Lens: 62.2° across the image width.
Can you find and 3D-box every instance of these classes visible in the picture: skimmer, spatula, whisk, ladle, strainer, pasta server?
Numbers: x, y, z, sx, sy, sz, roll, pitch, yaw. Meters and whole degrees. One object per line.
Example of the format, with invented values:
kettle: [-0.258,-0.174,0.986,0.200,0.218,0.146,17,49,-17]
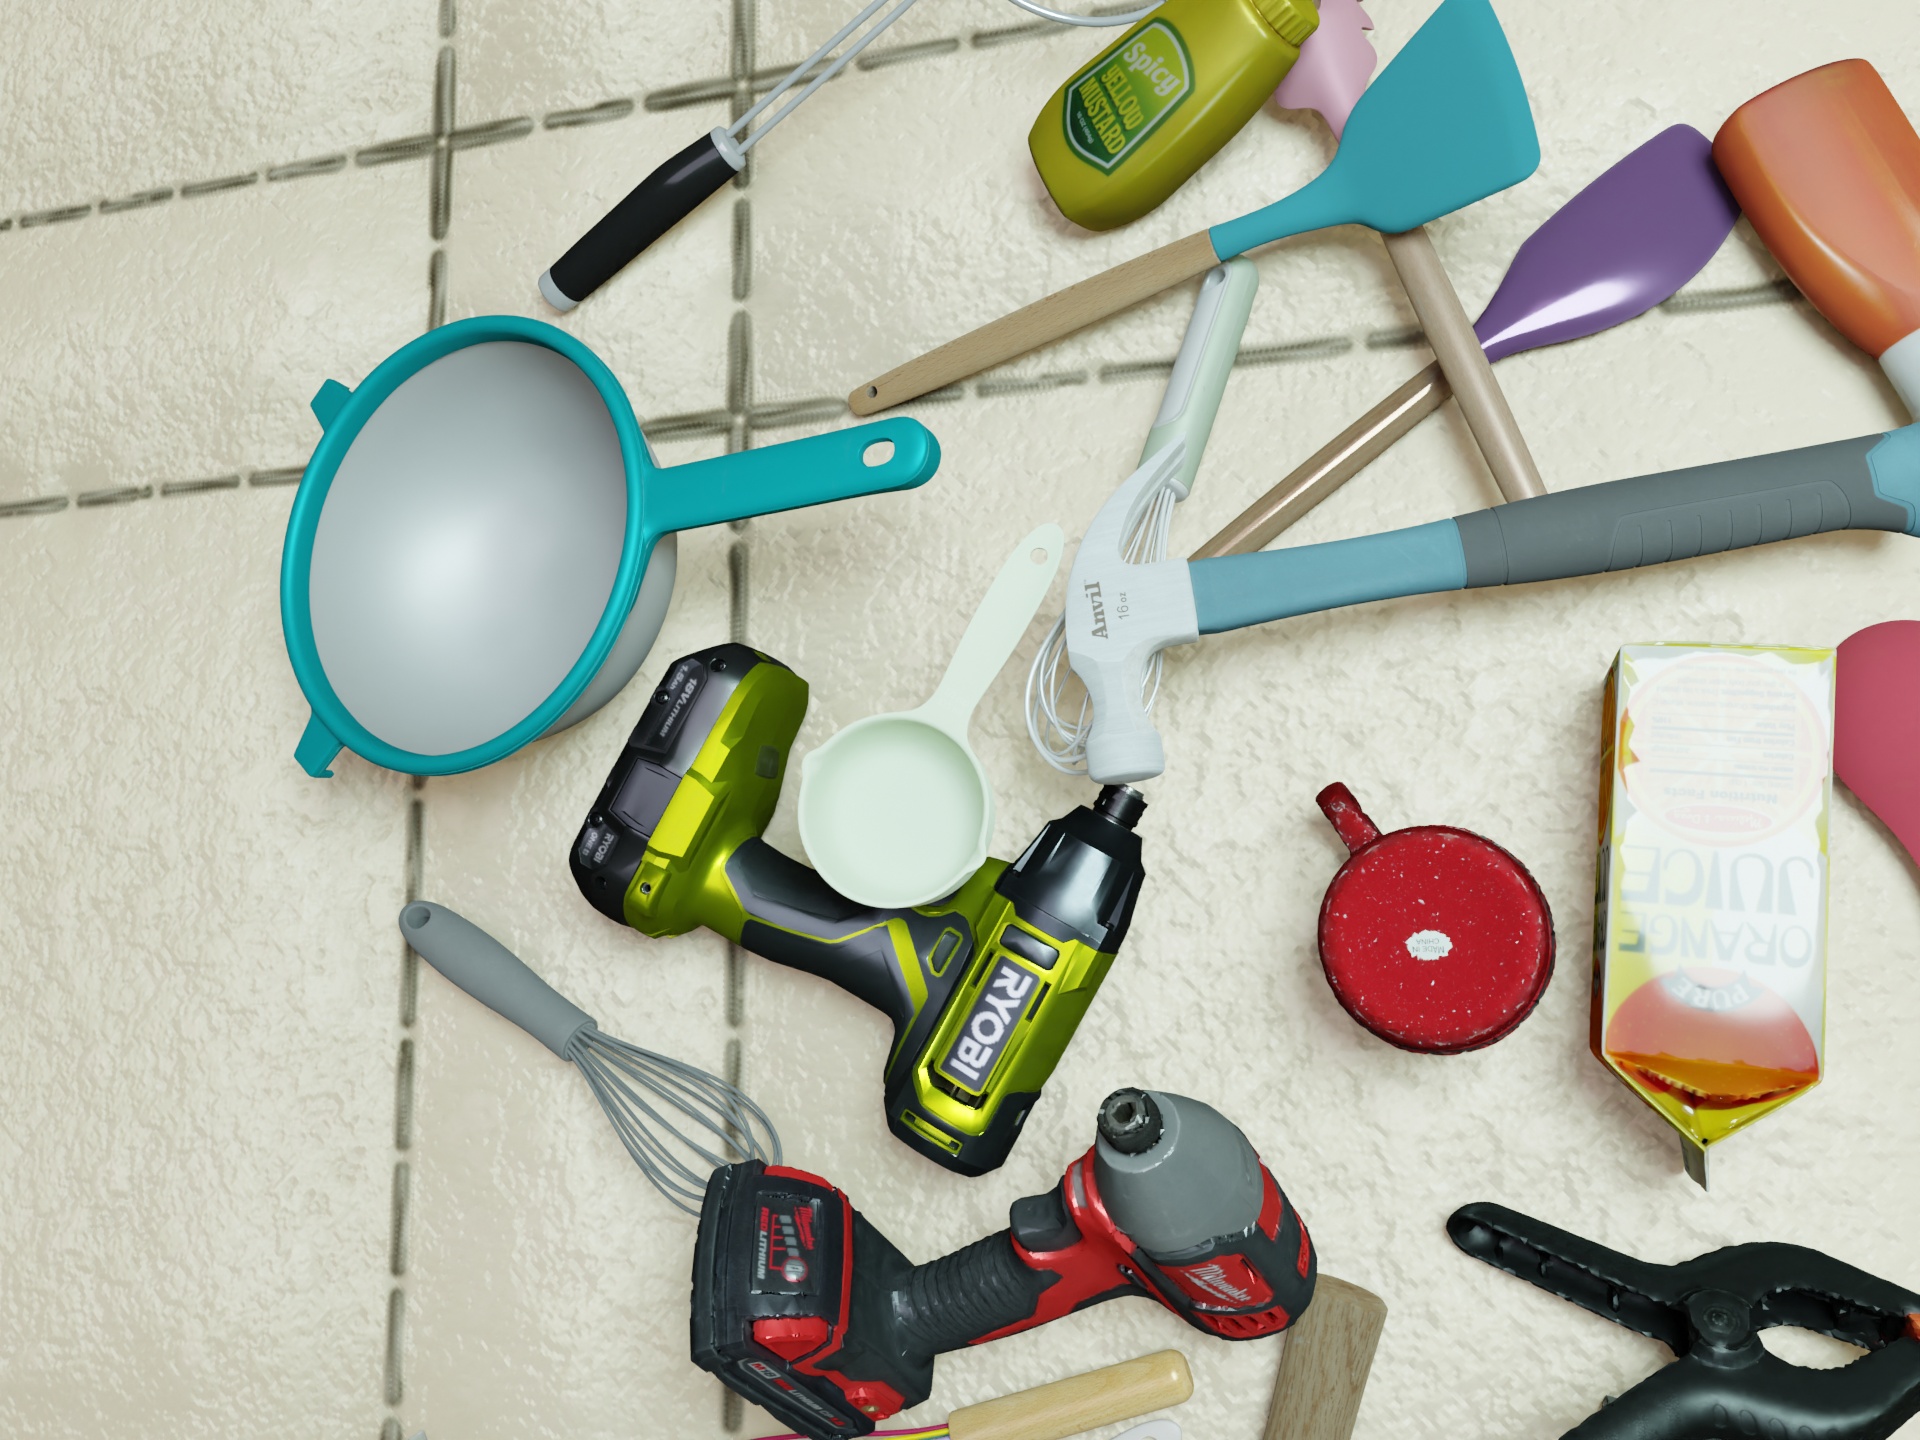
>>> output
skimmer: [-0.051,-0.305,0.770,0.363,0.090,0.127,-32,77,21]
spatula: [0.081,-0.197,0.680,0.317,0.044,0.082,-19,81,24]
spatula: [0.192,-0.133,0.672,0.316,0.018,0.060,-38,72,8]
whisk: [-0.178,0.149,0.733,0.239,0.055,0.055,30,91,24]
ladle: [0.370,0.115,0.575,0.069,0.031,0.315,-9,81,17]
strainer: [-0.150,-0.081,0.719,0.340,0.095,0.211,-7,77,24]
whisk: [0.082,-0.092,0.673,0.058,0.059,0.246,-2,64,57]
whisk: [-0.020,0.306,0.662,0.245,0.051,0.047,-20,85,9]
pasta server: [0.186,-0.203,0.669,0.060,0.040,0.316,-23,74,13]

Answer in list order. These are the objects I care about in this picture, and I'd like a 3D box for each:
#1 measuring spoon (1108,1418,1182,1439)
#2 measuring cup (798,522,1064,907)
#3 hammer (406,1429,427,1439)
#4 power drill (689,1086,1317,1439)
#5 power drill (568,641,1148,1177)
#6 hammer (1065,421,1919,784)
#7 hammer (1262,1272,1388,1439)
measuring spoon: [0.038,0.323,0.650,0.124,0.018,0.034,-37,73,8]
measuring cup: [-0.001,-0.002,0.635,0.083,0.038,0.167,29,85,13]
hammer: [-0.084,0.373,0.627,0.359,0.036,0.149,-6,96,26]
power drill: [0.014,0.202,0.609,0.219,0.143,0.079,-19,43,17]
power drill: [-0.040,0.065,0.687,0.223,0.080,0.171,29,91,16]
hammer: [0.202,-0.064,0.602,0.331,0.033,0.128,-10,79,6]
hammer: [0.109,0.382,0.612,0.130,0.031,0.331,14,86,19]
